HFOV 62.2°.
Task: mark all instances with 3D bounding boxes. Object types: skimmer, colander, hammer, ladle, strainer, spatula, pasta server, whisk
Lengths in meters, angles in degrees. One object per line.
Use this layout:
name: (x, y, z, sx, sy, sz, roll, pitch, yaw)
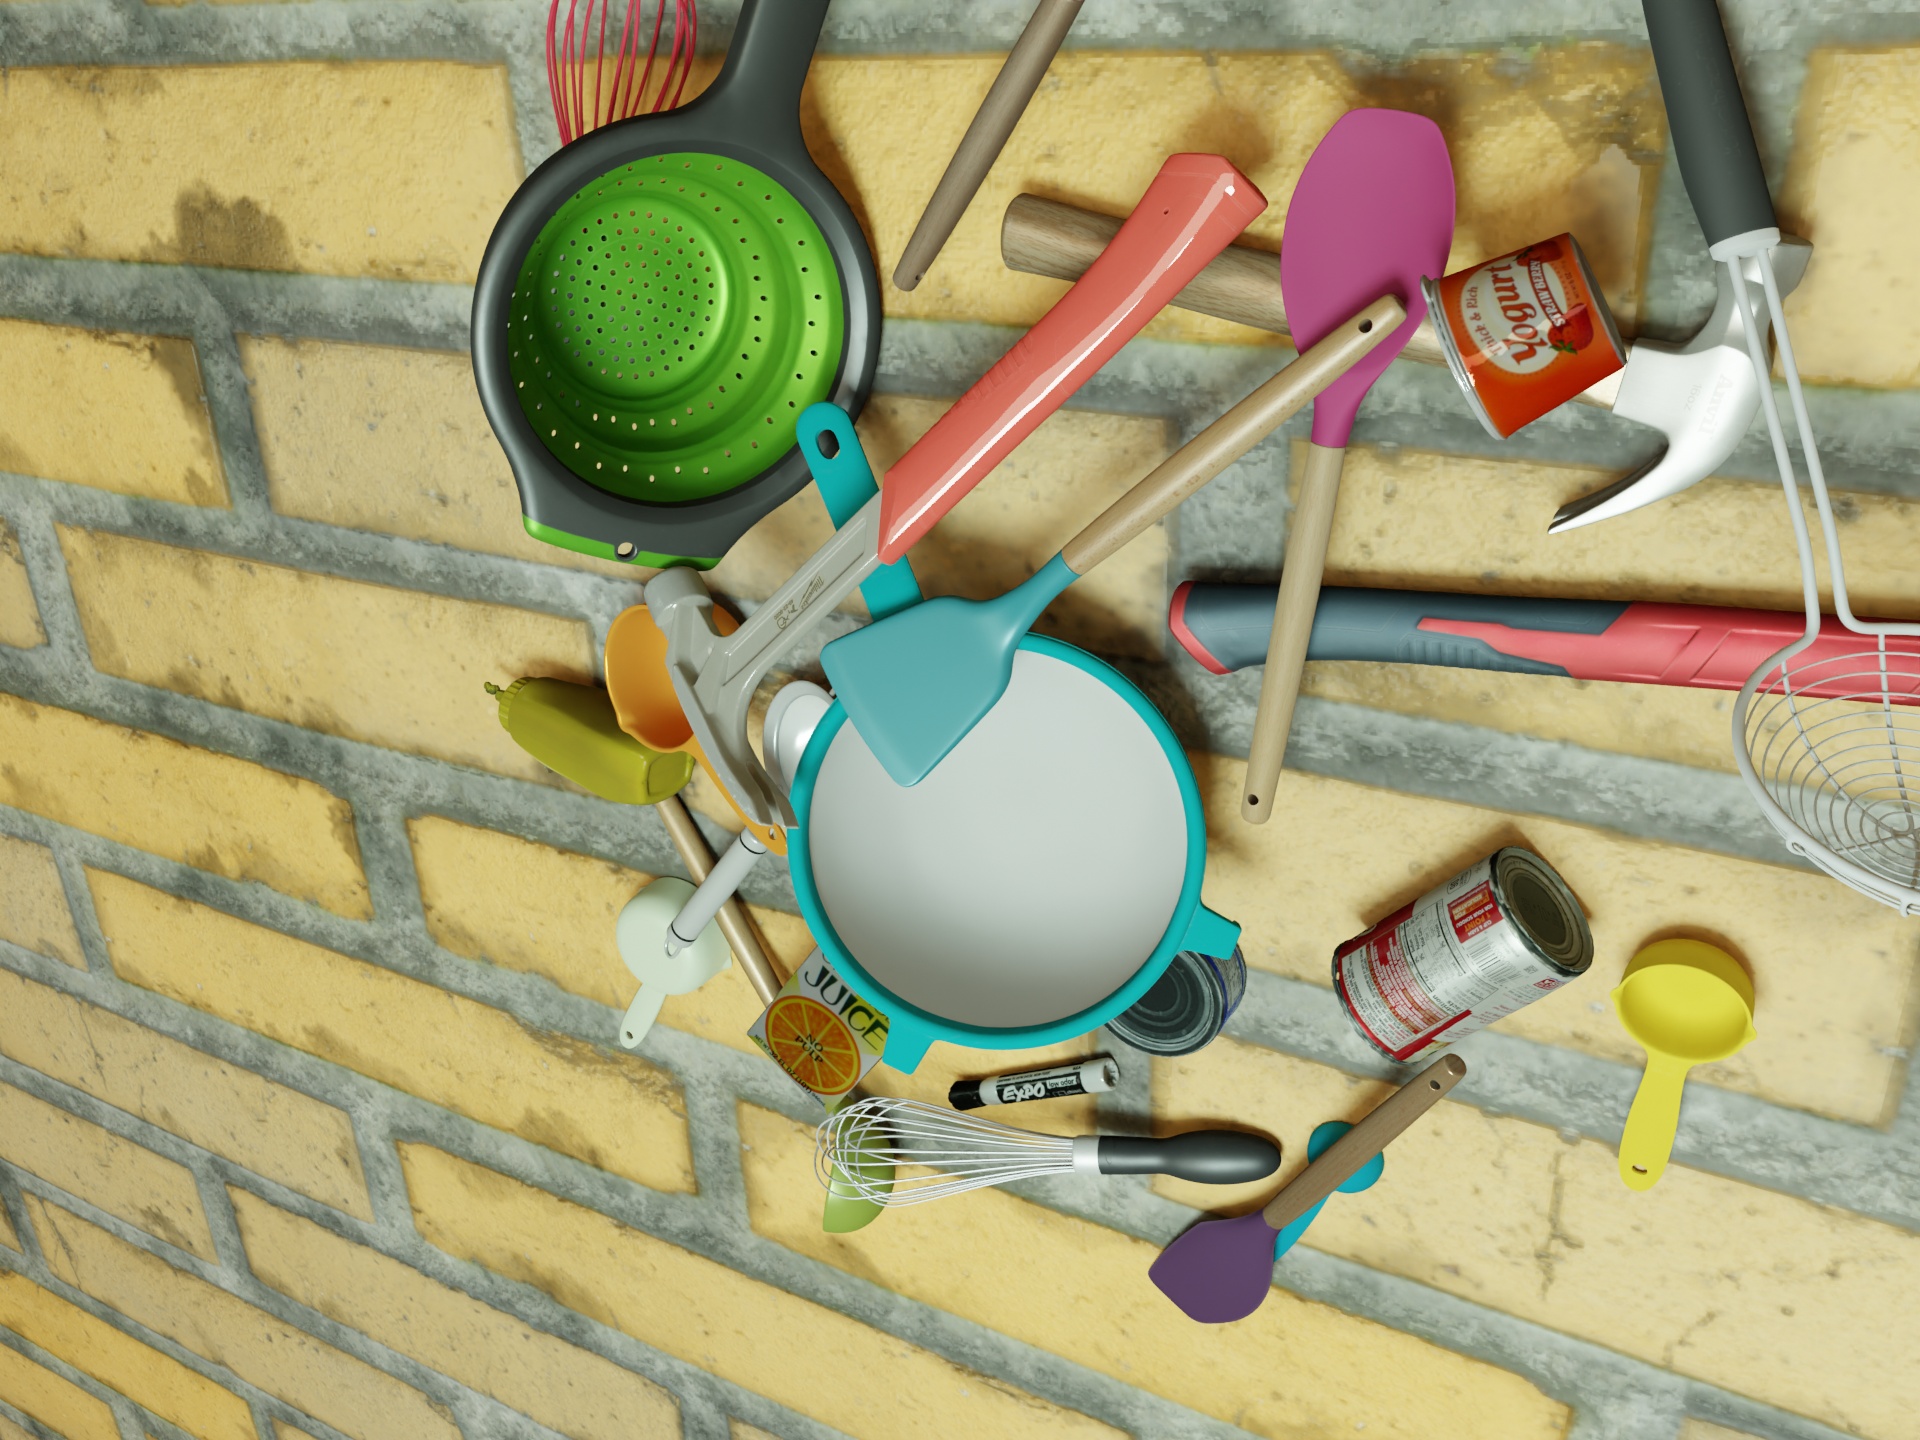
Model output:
skimmer: (0.295, -0.113, 0.536, 0.127, 0.090, 0.363, -12, 86, -2)
colander: (-0.121, -0.274, 0.770, 0.095, 0.204, 0.397, 44, 118, 50)
hammer: (-0.004, -0.108, 0.720, 0.359, 0.036, 0.149, -41, 64, 23)
ladle: (-0.131, 0.182, 1.023, 0.062, 0.078, 0.320, -28, 92, 6)
strainer: (-0.001, -0.003, 0.827, 0.211, 0.095, 0.340, -23, 89, 12)
hammer: (0.167, -0.173, 0.682, 0.331, 0.031, 0.130, 20, 121, 23)
spatula: (0.185, 0.261, 0.865, 0.060, 0.018, 0.315, 40, 137, 13)
spatula: (0.064, -0.082, 0.709, 0.317, 0.044, 0.082, -38, 80, 33)
pasta server: (0.037, -0.277, 0.660, 0.040, 0.060, 0.316, 61, 147, 12)
whisk: (-0.192, -0.278, 0.839, 0.073, 0.073, 0.295, 36, 133, 12)
whisk: (0.044, 0.254, 0.930, 0.284, 0.070, 0.070, -4, 111, 20)
strainer: (-0.116, 0.063, 0.948, 0.258, 0.050, 0.087, -50, 62, 31)
hammer: (0.272, -0.048, 0.673, 0.386, 0.038, 0.143, 7, 115, 29)

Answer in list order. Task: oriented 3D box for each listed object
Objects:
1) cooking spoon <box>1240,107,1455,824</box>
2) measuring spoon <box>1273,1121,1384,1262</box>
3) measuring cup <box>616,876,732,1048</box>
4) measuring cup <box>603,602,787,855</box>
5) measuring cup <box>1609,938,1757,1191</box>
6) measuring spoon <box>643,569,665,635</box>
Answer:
cooking spoon: (0.154, -0.096, 0.690, 0.069, 0.017, 0.318, 19, 118, 25)
measuring spoon: (0.191, 0.273, 0.887, 0.042, 0.021, 0.128, 35, 125, 13)
measuring cup: (-0.212, 0.178, 1.078, 0.083, 0.038, 0.167, 38, 125, 11)
measuring cup: (-0.136, 0.003, 0.924, 0.174, 0.052, 0.095, 52, 129, 13)
measuring cup: (0.334, 0.165, 0.752, 0.062, 0.029, 0.156, 15, 131, 25)
measuring spoon: (-0.192, -0.059, 0.969, 0.021, 0.011, 0.117, 43, 128, 7)
